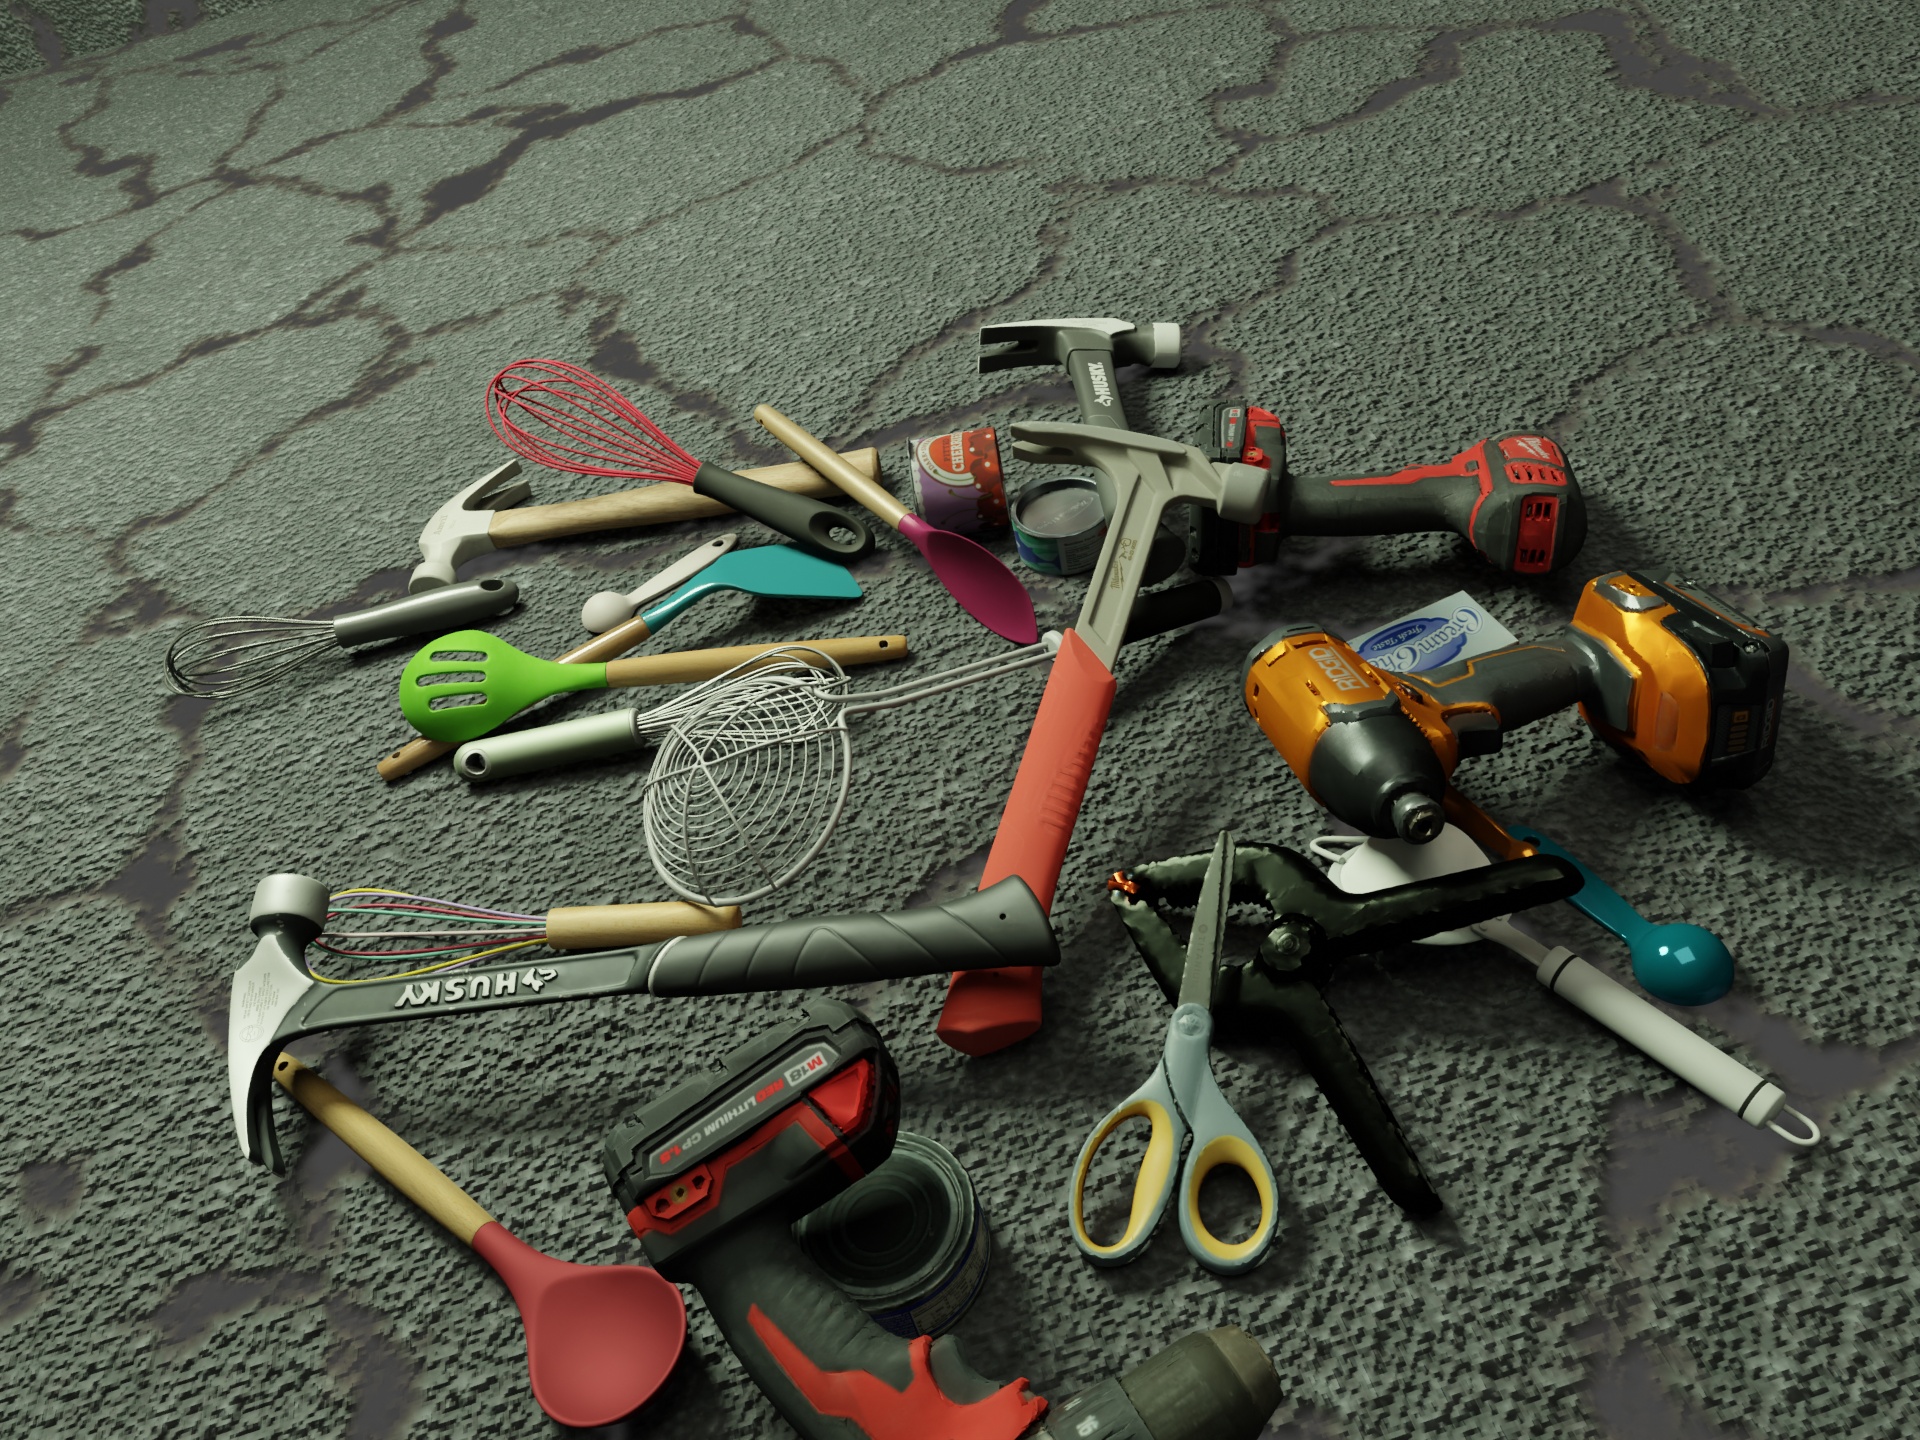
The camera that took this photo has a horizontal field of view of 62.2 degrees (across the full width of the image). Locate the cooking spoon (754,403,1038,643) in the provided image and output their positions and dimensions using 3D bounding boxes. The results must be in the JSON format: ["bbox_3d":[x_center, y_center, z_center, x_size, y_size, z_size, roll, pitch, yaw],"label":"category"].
[{"bbox_3d":[-0.048,-0.138,1.026,0.017,0.068,0.319,-33,48,-20],"label":"cooking spoon"}]

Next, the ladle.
[{"bbox_3d":[-0.233,0.223,0.725,0.316,0.031,0.069,22,55,35],"label":"ladle"}]

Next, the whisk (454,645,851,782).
[{"bbox_3d":[-0.183,0.002,0.942,0.246,0.058,0.059,-12,7,7],"label":"whisk"}]

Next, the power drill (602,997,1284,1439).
[{"bbox_3d":[-0.011,0.218,0.592,0.188,0.080,0.227,-31,64,-9],"label":"power drill"}]

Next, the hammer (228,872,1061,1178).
[{"bbox_3d":[-0.156,0.122,0.746,0.409,0.036,0.149,-8,57,9],"label":"hammer"}]

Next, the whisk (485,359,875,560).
[{"bbox_3d":[-0.191,-0.172,1.070,0.296,0.073,0.073,24,51,9],"label":"whisk"}]

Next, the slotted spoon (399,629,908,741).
[{"bbox_3d":[-0.189,-0.032,0.968,0.313,0.031,0.070,-5,75,-1],"label":"slotted spoon"}]

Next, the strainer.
[{"bbox_3d":[0.262,0.104,0.714,0.087,0.050,0.259,-24,44,-33],"label":"strainer"}]

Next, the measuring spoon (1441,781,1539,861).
[{"bbox_3d":[0.243,0.044,0.794,0.011,0.021,0.117,-20,42,-25],"label":"measuring spoon"}]

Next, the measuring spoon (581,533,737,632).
[{"bbox_3d":[-0.202,-0.099,1.070,0.124,0.018,0.034,-36,46,-24],"label":"measuring spoon"}]

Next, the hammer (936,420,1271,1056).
[{"bbox_3d":[0.048,-0.003,0.817,0.149,0.036,0.359,13,62,14],"label":"hammer"}]

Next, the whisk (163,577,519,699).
[{"bbox_3d":[-0.416,-0.061,1.070,0.239,0.055,0.055,-14,42,-7],"label":"whisk"}]

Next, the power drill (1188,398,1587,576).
[{"bbox_3d":[0.250,-0.139,0.945,0.219,0.078,0.143,3,29,12],"label":"power drill"}]

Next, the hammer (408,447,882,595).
[{"bbox_3d":[-0.219,-0.153,1.125,0.331,0.031,0.130,-9,43,5],"label":"hammer"}]

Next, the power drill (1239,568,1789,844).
[{"bbox_3d":[0.266,-0.002,0.759,0.226,0.084,0.164,-9,27,-5],"label":"power drill"}]

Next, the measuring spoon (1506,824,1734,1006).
[{"bbox_3d":[0.301,0.082,0.738,0.042,0.021,0.129,-28,44,-15],"label":"measuring spoon"}]

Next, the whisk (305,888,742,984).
[{"bbox_3d":[-0.236,0.107,0.840,0.245,0.051,0.047,-4,37,6],"label":"whisk"}]

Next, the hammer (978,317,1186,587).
[{"bbox_3d":[0.091,-0.183,1.027,0.146,0.035,0.335,0,36,-3],"label":"hammer"}]

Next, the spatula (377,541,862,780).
[{"bbox_3d":[-0.217,-0.039,1.008,0.317,0.044,0.082,-30,44,-11],"label":"spatula"}]

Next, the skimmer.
[{"bbox_3d":[-0.001,-0.003,0.887,0.363,0.090,0.127,-18,48,-26],"label":"skimmer"}]
